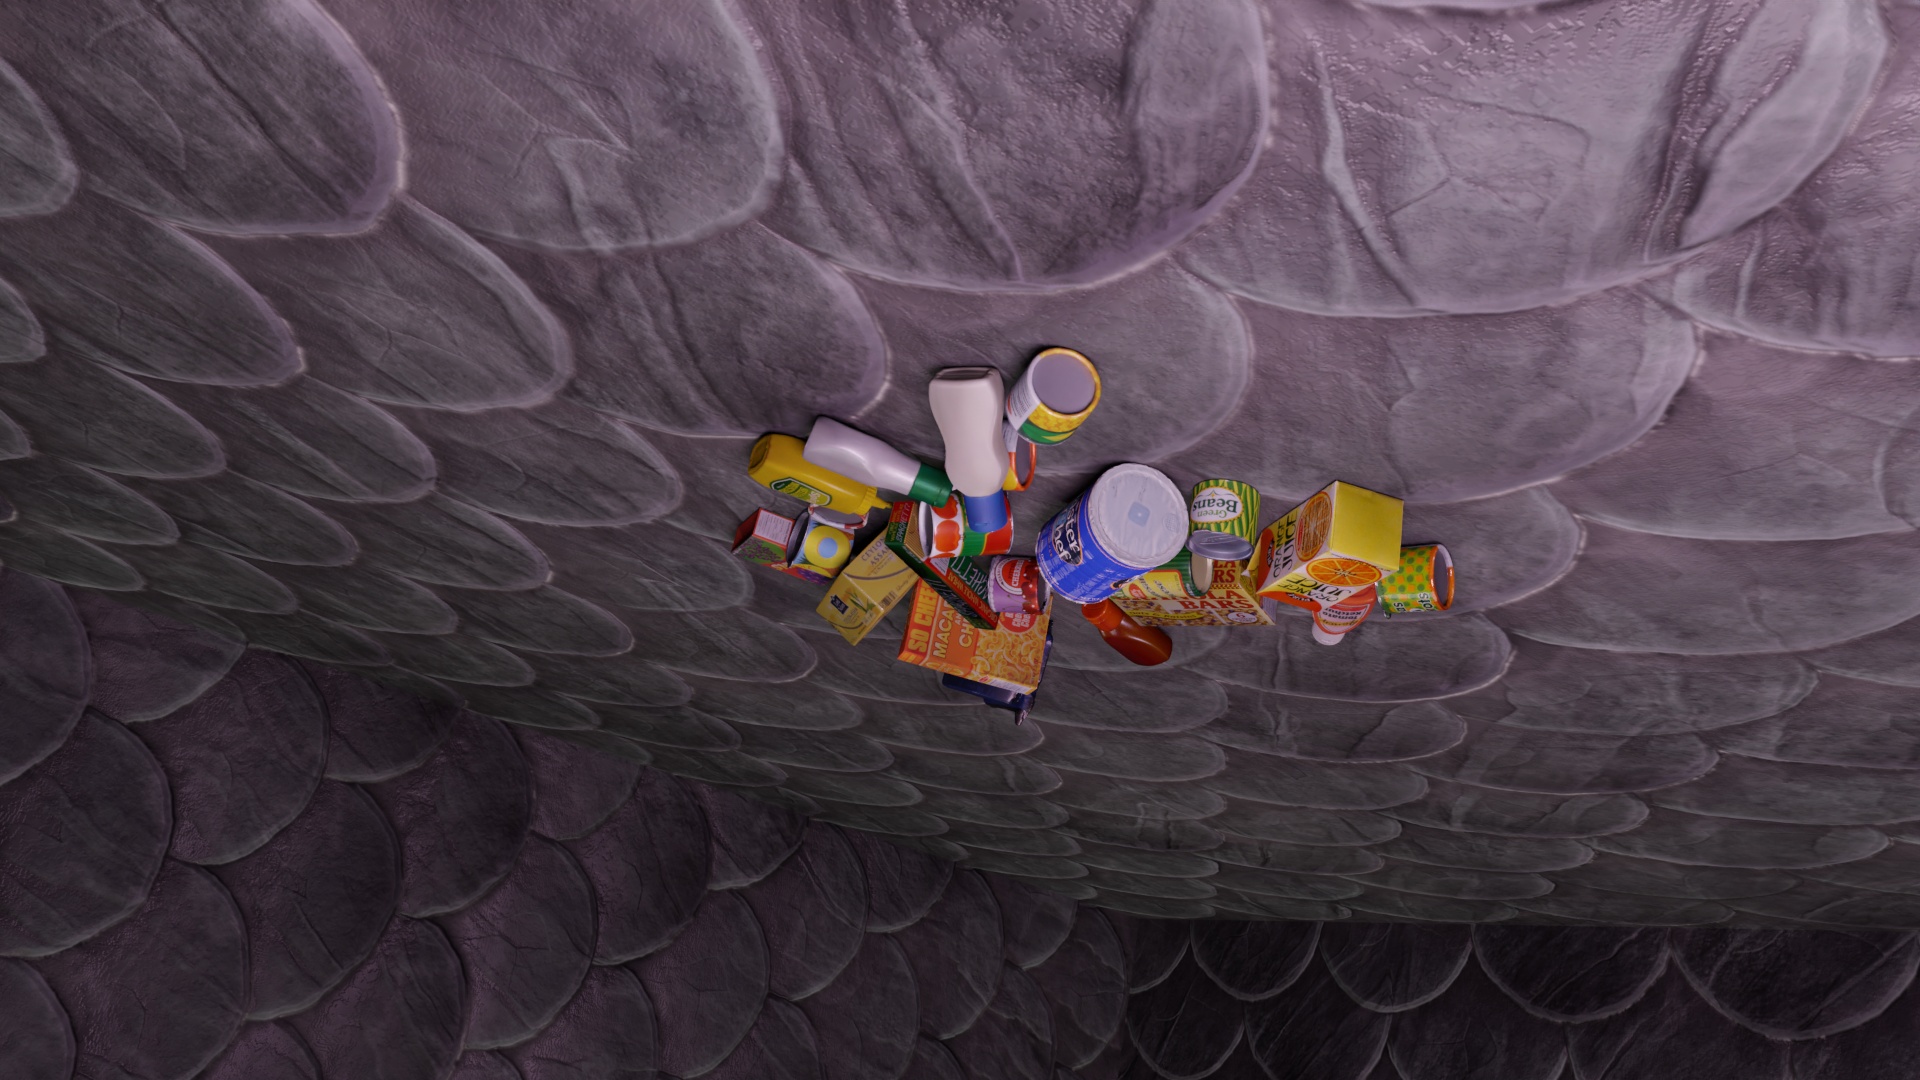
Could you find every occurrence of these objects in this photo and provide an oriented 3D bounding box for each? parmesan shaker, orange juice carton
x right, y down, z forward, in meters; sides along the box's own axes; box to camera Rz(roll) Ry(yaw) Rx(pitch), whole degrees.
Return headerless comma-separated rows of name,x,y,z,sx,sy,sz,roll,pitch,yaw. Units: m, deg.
parmesan shaker,0.205,0.026,1.459,0.103,0.071,0.071,-3,154,32
orange juice carton,0.346,0.015,1.349,0.072,0.073,0.192,16,158,-10

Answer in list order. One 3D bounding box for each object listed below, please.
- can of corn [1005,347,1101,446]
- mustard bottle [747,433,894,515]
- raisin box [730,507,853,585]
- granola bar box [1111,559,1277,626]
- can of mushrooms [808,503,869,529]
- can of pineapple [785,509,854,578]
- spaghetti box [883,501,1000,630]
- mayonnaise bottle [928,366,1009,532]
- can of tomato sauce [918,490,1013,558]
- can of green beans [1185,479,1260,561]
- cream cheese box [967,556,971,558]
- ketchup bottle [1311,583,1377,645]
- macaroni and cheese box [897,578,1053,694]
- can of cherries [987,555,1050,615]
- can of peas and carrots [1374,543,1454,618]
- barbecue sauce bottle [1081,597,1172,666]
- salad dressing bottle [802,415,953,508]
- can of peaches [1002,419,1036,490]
can of corn,0.080,-0.120,1.162,0.071,0.071,0.058,16,157,-11
mustard bottle,-0.138,-0.061,1.437,0.160,0.049,0.065,22,157,-24
raisin box,-0.200,0.009,1.654,0.123,0.040,0.086,21,155,-20
granola bar box,0.253,0.056,1.542,0.165,0.039,0.124,-3,155,32
can of mushrooms,-0.129,-0.040,1.505,0.071,0.033,0.070,11,158,4
can of pineapple,-0.161,0.006,1.587,0.058,0.071,0.070,20,156,-20
spaghetti box,-0.013,0.033,1.535,0.028,0.050,0.249,3,157,27
mayonnaise bottle,0.014,-0.079,1.226,0.065,0.041,0.147,1,120,21
can of tomato sauce,0.005,-0.018,1.419,0.083,0.071,0.071,-4,162,-15
can of green beans,0.252,-0.019,1.332,0.071,0.058,0.071,10,158,4
cream cheese box,-0.007,-0.003,1.547,0.053,0.024,0.103,14,158,-6
ketchup bottle,0.408,0.072,1.501,0.065,0.044,0.148,8,158,9
macaroni and cheese box,0.018,0.103,1.662,0.166,0.124,0.040,16,156,-11
can of cherries,0.068,0.050,1.585,0.058,0.072,0.071,4,157,18
can of peas and carrots,0.446,0.040,1.364,0.058,0.071,0.071,-7,152,36
barbecue sauce bottle,0.199,0.108,1.693,0.065,0.044,0.148,-6,152,36
salad dressing bottle,-0.079,-0.074,1.359,0.148,0.044,0.064,22,159,-6
can of peaches,0.034,-0.078,1.286,0.058,0.071,0.071,2,156,21
